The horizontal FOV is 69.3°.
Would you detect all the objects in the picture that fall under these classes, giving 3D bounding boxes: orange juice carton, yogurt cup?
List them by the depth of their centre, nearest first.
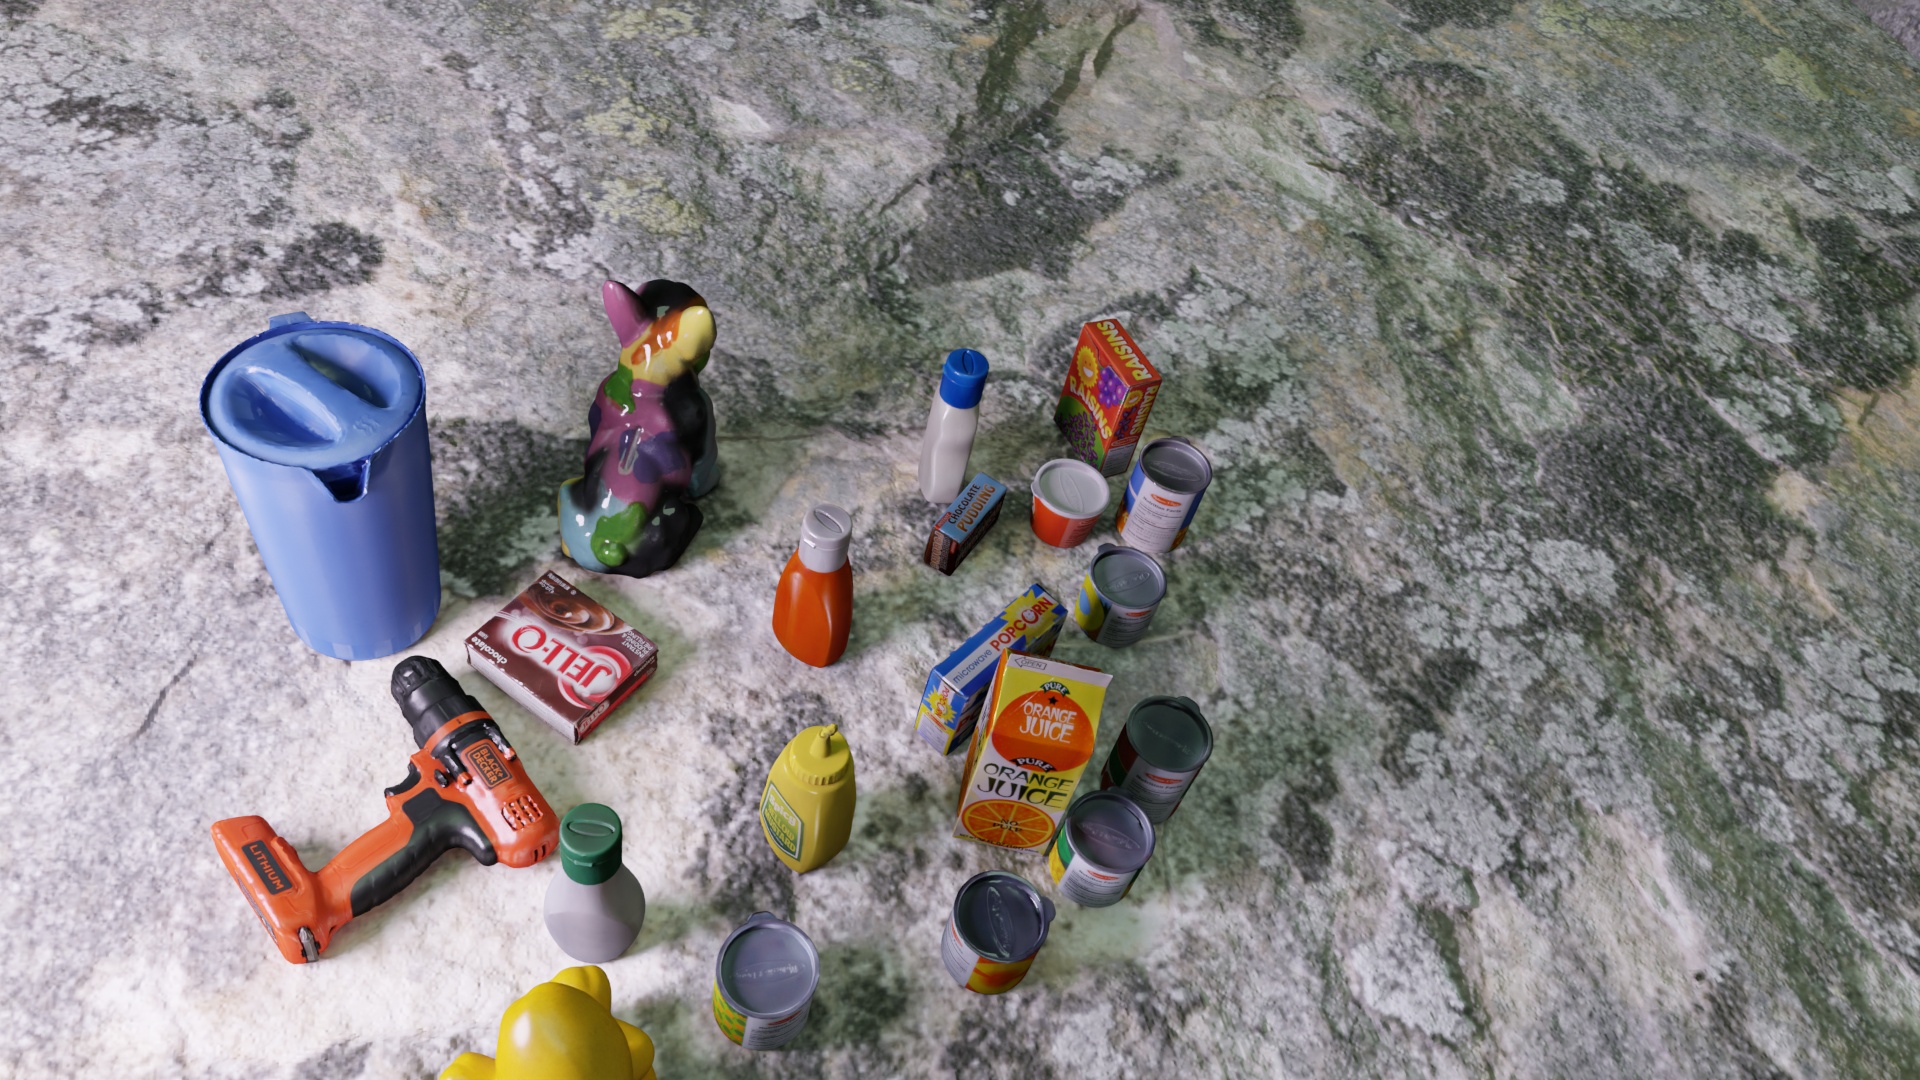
[{"bbox_3d":[0.050,0.141,0.978,0.072,0.191,0.073,13,49,-2],"label":"orange juice carton"},{"bbox_3d":[0.093,-0.030,1.227,0.072,0.053,0.073,7,49,-8],"label":"yogurt cup"}]

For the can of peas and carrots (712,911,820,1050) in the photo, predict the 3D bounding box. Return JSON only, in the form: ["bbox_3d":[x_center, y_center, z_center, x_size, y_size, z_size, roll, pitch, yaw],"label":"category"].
[{"bbox_3d":[-0.127,0.286,0.901,0.071,0.058,0.071,7,49,-8],"label":"can of peas and carrots"}]

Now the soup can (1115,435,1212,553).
[{"bbox_3d":[0.180,-0.041,1.237,0.071,0.083,0.072,7,49,-8],"label":"soup can"}]

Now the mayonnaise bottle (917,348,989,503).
[{"bbox_3d":[-0.006,-0.100,1.200,0.041,0.147,0.065,3,50,-12],"label":"mayonnaise bottle"}]

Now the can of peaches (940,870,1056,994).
[{"bbox_3d":[0.025,0.269,0.953,0.071,0.057,0.071,7,49,-8],"label":"can of peaches"}]

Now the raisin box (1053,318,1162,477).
[{"bbox_3d":[0.132,-0.129,1.274,0.040,0.122,0.086,-14,55,-24],"label":"raisin box"}]

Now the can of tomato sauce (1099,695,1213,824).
[{"bbox_3d":[0.147,0.166,1.054,0.071,0.082,0.071,7,49,-8],"label":"can of tomato sauce"}]

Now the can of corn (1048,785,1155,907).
[{"bbox_3d":[0.103,0.223,1.011,0.071,0.058,0.071,7,49,-8],"label":"can of corn"}]

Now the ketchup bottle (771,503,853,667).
[{"bbox_3d":[-0.109,0.034,1.061,0.065,0.148,0.044,37,52,18],"label":"ketchup bottle"}]

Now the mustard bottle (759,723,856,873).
[{"bbox_3d":[-0.101,0.167,0.942,0.049,0.159,0.065,-29,62,-32],"label":"mustard bottle"}]

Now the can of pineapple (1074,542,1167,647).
[{"bbox_3d":[0.133,0.046,1.169,0.071,0.057,0.071,7,49,-8],"label":"can of pineapple"}]

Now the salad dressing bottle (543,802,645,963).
[{"bbox_3d":[-0.231,0.217,0.876,0.064,0.146,0.044,10,49,-5],"label":"salad dressing bottle"}]

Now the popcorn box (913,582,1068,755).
[{"bbox_3d":[0.023,0.100,1.078,0.038,0.084,0.127,39,52,19],"label":"popcorn box"}]

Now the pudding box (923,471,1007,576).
[{"bbox_3d":[0.004,-0.015,1.195,0.030,0.049,0.084,31,50,13],"label":"pudding box"}]
